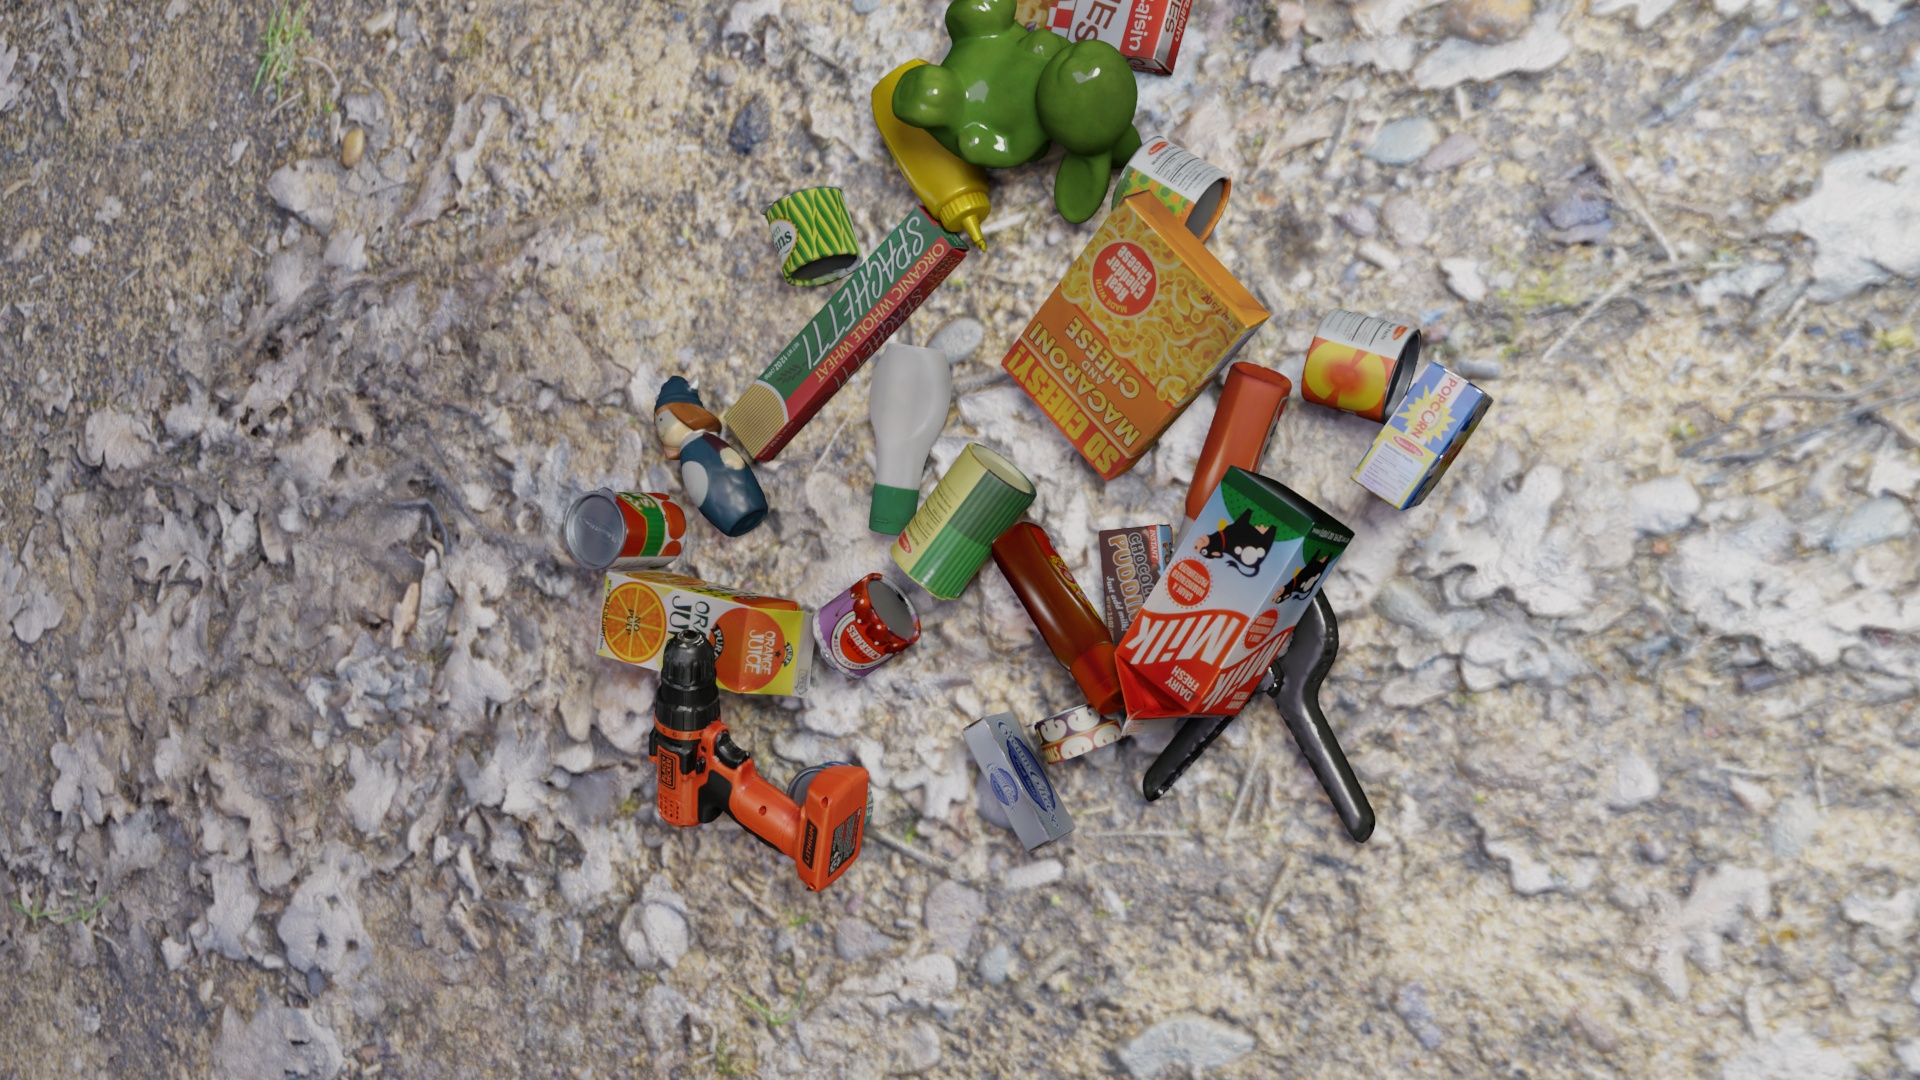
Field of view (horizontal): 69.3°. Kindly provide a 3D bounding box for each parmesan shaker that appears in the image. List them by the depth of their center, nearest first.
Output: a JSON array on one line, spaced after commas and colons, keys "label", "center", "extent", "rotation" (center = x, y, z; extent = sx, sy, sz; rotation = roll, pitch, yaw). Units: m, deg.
[{"label": "parmesan shaker", "center": [0.004, -0.013, 1.051], "extent": [0.071, 0.071, 0.102], "rotation": [44, 108, 20]}]

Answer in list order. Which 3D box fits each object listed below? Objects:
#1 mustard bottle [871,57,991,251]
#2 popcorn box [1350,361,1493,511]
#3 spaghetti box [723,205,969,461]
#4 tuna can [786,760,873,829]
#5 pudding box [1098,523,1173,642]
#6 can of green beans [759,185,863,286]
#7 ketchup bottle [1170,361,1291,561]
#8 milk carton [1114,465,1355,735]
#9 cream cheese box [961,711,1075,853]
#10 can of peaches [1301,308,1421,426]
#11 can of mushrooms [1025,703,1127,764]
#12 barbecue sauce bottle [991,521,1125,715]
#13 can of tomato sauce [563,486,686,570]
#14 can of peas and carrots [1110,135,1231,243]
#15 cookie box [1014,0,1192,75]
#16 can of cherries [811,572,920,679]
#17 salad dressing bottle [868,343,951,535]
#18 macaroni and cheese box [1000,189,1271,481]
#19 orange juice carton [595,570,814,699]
[{"label": "mustard bottle", "center": [-0.014, -0.289, 1.069], "extent": [0.065, 0.049, 0.160], "rotation": [-28, 79, 24]}, {"label": "popcorn box", "center": [0.292, -0.065, 0.873], "extent": [0.038, 0.127, 0.085], "rotation": [37, 106, 17]}, {"label": "spaghetti box", "center": [-0.096, -0.165, 1.122], "extent": [0.249, 0.029, 0.050], "rotation": [-44, 73, 20]}, {"label": "tuna can", "center": [-0.104, 0.213, 1.126], "extent": [0.071, 0.033, 0.071], "rotation": [0, 91, 27]}, {"label": "pudding box", "center": [0.131, 0.032, 1.009], "extent": [0.049, 0.030, 0.083], "rotation": [-6, 88, 26]}, {"label": "can of green beans", "center": [-0.117, -0.242, 1.111], "extent": [0.071, 0.071, 0.058], "rotation": [-21, 82, 25]}, {"label": "ketchup bottle", "center": [0.185, -0.048, 0.966], "extent": [0.043, 0.065, 0.148], "rotation": [19, 108, 6]}, {"label": "milk carton", "center": [0.172, 0.052, 0.928], "extent": [0.073, 0.072, 0.190], "rotation": [39, 107, 34]}, {"label": "cream cheese box", "center": [0.044, 0.179, 1.040], "extent": [0.024, 0.053, 0.104], "rotation": [-35, 75, 21]}, {"label": "can of peaches", "center": [0.265, -0.113, 0.921], "extent": [0.058, 0.071, 0.071], "rotation": [21, 100, 25]}, {"label": "can of mushrooms", "center": [0.086, 0.138, 1.010], "extent": [0.071, 0.071, 0.033], "rotation": [-23, 82, 25]}, {"label": "barbecue sauce bottle", "center": [0.076, 0.057, 0.999], "extent": [0.043, 0.064, 0.149], "rotation": [-36, 59, 7]}, {"label": "can of tomato sauce", "center": [-0.285, -0.011, 1.187], "extent": [0.071, 0.083, 0.071], "rotation": [0, 91, 27]}, {"label": "can of peas and carrots", "center": [0.149, -0.240, 0.980], "extent": [0.059, 0.071, 0.070], "rotation": [36, 106, 21]}, {"label": "cookie box", "center": [0.091, -0.419, 1.021], "extent": [0.167, 0.040, 0.122], "rotation": [19, 99, 26]}, {"label": "can of cherries", "center": [-0.074, 0.068, 1.089], "extent": [0.058, 0.071, 0.071], "rotation": [-35, 76, 22]}, {"label": "salad dressing bottle", "center": [-0.045, -0.079, 1.090], "extent": [0.064, 0.044, 0.147], "rotation": [12, 97, 24]}, {"label": "macaroni and cheese box", "center": [0.118, -0.140, 0.975], "extent": [0.124, 0.040, 0.165], "rotation": [50, 132, 12]}, {"label": "orange juice carton", "center": [-0.203, 0.077, 1.152], "extent": [0.193, 0.073, 0.071], "rotation": [11, 96, 26]}]
